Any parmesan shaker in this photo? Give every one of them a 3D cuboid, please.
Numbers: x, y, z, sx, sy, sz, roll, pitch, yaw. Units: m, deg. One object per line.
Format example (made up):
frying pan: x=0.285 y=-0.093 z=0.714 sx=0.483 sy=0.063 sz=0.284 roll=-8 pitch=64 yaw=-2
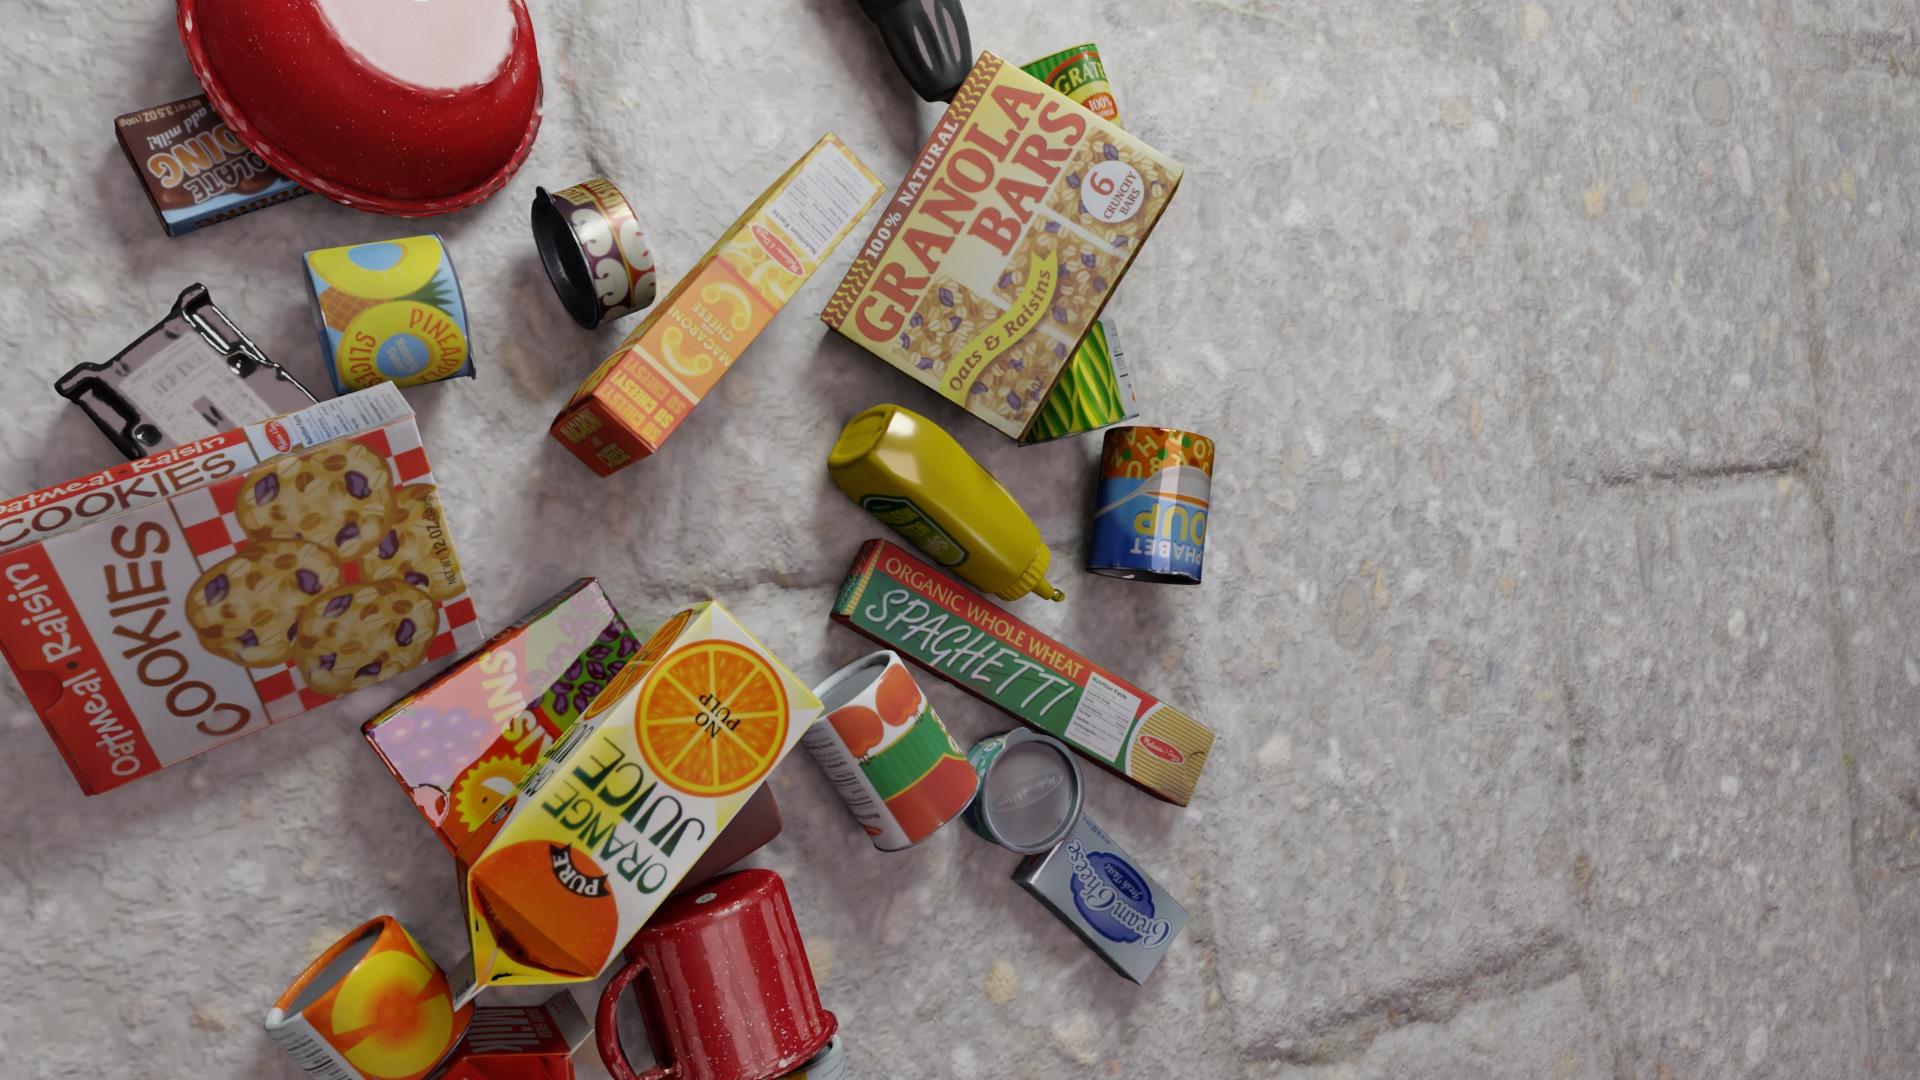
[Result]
parmesan shaker: x=0.065 y=-0.221 z=0.791 sx=0.071 sy=0.071 sz=0.103 roll=-26 pitch=100 yaw=-25

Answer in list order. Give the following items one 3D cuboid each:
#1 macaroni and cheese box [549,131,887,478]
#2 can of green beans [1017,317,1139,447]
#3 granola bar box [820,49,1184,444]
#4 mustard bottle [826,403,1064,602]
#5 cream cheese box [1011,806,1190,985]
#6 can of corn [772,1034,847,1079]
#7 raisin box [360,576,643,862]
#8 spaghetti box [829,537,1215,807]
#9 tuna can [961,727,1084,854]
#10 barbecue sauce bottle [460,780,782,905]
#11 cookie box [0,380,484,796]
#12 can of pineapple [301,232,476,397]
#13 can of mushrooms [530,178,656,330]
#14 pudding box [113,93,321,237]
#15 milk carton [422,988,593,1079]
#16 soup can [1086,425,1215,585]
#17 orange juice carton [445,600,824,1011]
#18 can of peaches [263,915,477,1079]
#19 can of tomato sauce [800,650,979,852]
macaroni and cheese box: x=-0.119 y=-0.108 z=0.660 sx=0.040 sy=0.123 sz=0.167 roll=43 pitch=71 yaw=-17
can of green beans: x=0.062 y=-0.090 z=0.784 sx=0.071 sy=0.071 sz=0.057 roll=-18 pitch=96 yaw=-26
granola bar box: x=0.022 y=-0.153 z=0.733 sx=0.124 sy=0.039 sz=0.165 roll=32 pitch=90 yaw=4
mustard bottle: x=0.003 y=-0.009 z=0.753 sx=0.160 sy=0.065 sz=0.049 roll=39 pitch=66 yaw=-24
cream cheese box: x=0.082 y=0.207 z=0.808 sx=0.103 sy=0.024 sz=0.053 roll=45 pitch=71 yaw=-18
can of corn: x=-0.090 y=0.285 z=0.695 sx=0.071 sy=0.071 sz=0.058 roll=-9 pitch=92 yaw=-27
raisin box: x=-0.204 y=0.086 z=0.657 sx=0.124 sy=0.040 sz=0.086 roll=-37 pitch=105 yaw=-23
spaghetti box: x=0.040 y=0.078 z=0.788 sx=0.250 sy=0.028 sz=0.050 roll=31 pitch=75 yaw=-23
tuna can: x=0.032 y=0.138 z=0.780 sx=0.071 sy=0.033 sz=0.071 roll=1 pitch=88 yaw=-27
barbecue sauce bottle: x=-0.164 y=0.151 z=0.673 sx=0.149 sy=0.043 sz=0.064 roll=-28 pitch=100 yaw=-24
cookie box: x=-0.299 y=0.019 z=0.578 sx=0.168 sy=0.040 sz=0.122 roll=-24 pitch=132 yaw=-26
can of pineapple: x=-0.255 y=-0.099 z=0.621 sx=0.058 sy=0.071 sz=0.071 roll=-16 pitch=96 yaw=-26
can of mushrooms: x=-0.175 y=-0.139 z=0.663 sx=0.033 sy=0.071 sz=0.071 roll=-27 pitch=101 yaw=-26
pudding box: x=-0.318 y=-0.171 z=0.613 sx=0.084 sy=0.030 sz=0.049 roll=-27 pitch=101 yaw=-25
milk carton: x=-0.239 y=0.282 z=0.615 sx=0.191 sy=0.072 sz=0.073 roll=-47 pitch=108 yaw=-19
soup can: x=0.113 y=-0.019 z=0.804 sx=0.071 sy=0.071 sz=0.084 roll=10 pitch=84 yaw=-26
orange juice carton: x=-0.156 y=0.121 z=0.615 sx=0.073 sy=0.071 sz=0.193 roll=45 pitch=69 yaw=-14
can of peaches: x=-0.258 y=0.207 z=0.612 sx=0.071 sy=0.071 sz=0.058 roll=-43 pitch=106 yaw=-21
can of tomato sauce: x=-0.038 y=0.108 z=0.726 sx=0.071 sy=0.071 sz=0.083 roll=-38 pitch=105 yaw=-23
